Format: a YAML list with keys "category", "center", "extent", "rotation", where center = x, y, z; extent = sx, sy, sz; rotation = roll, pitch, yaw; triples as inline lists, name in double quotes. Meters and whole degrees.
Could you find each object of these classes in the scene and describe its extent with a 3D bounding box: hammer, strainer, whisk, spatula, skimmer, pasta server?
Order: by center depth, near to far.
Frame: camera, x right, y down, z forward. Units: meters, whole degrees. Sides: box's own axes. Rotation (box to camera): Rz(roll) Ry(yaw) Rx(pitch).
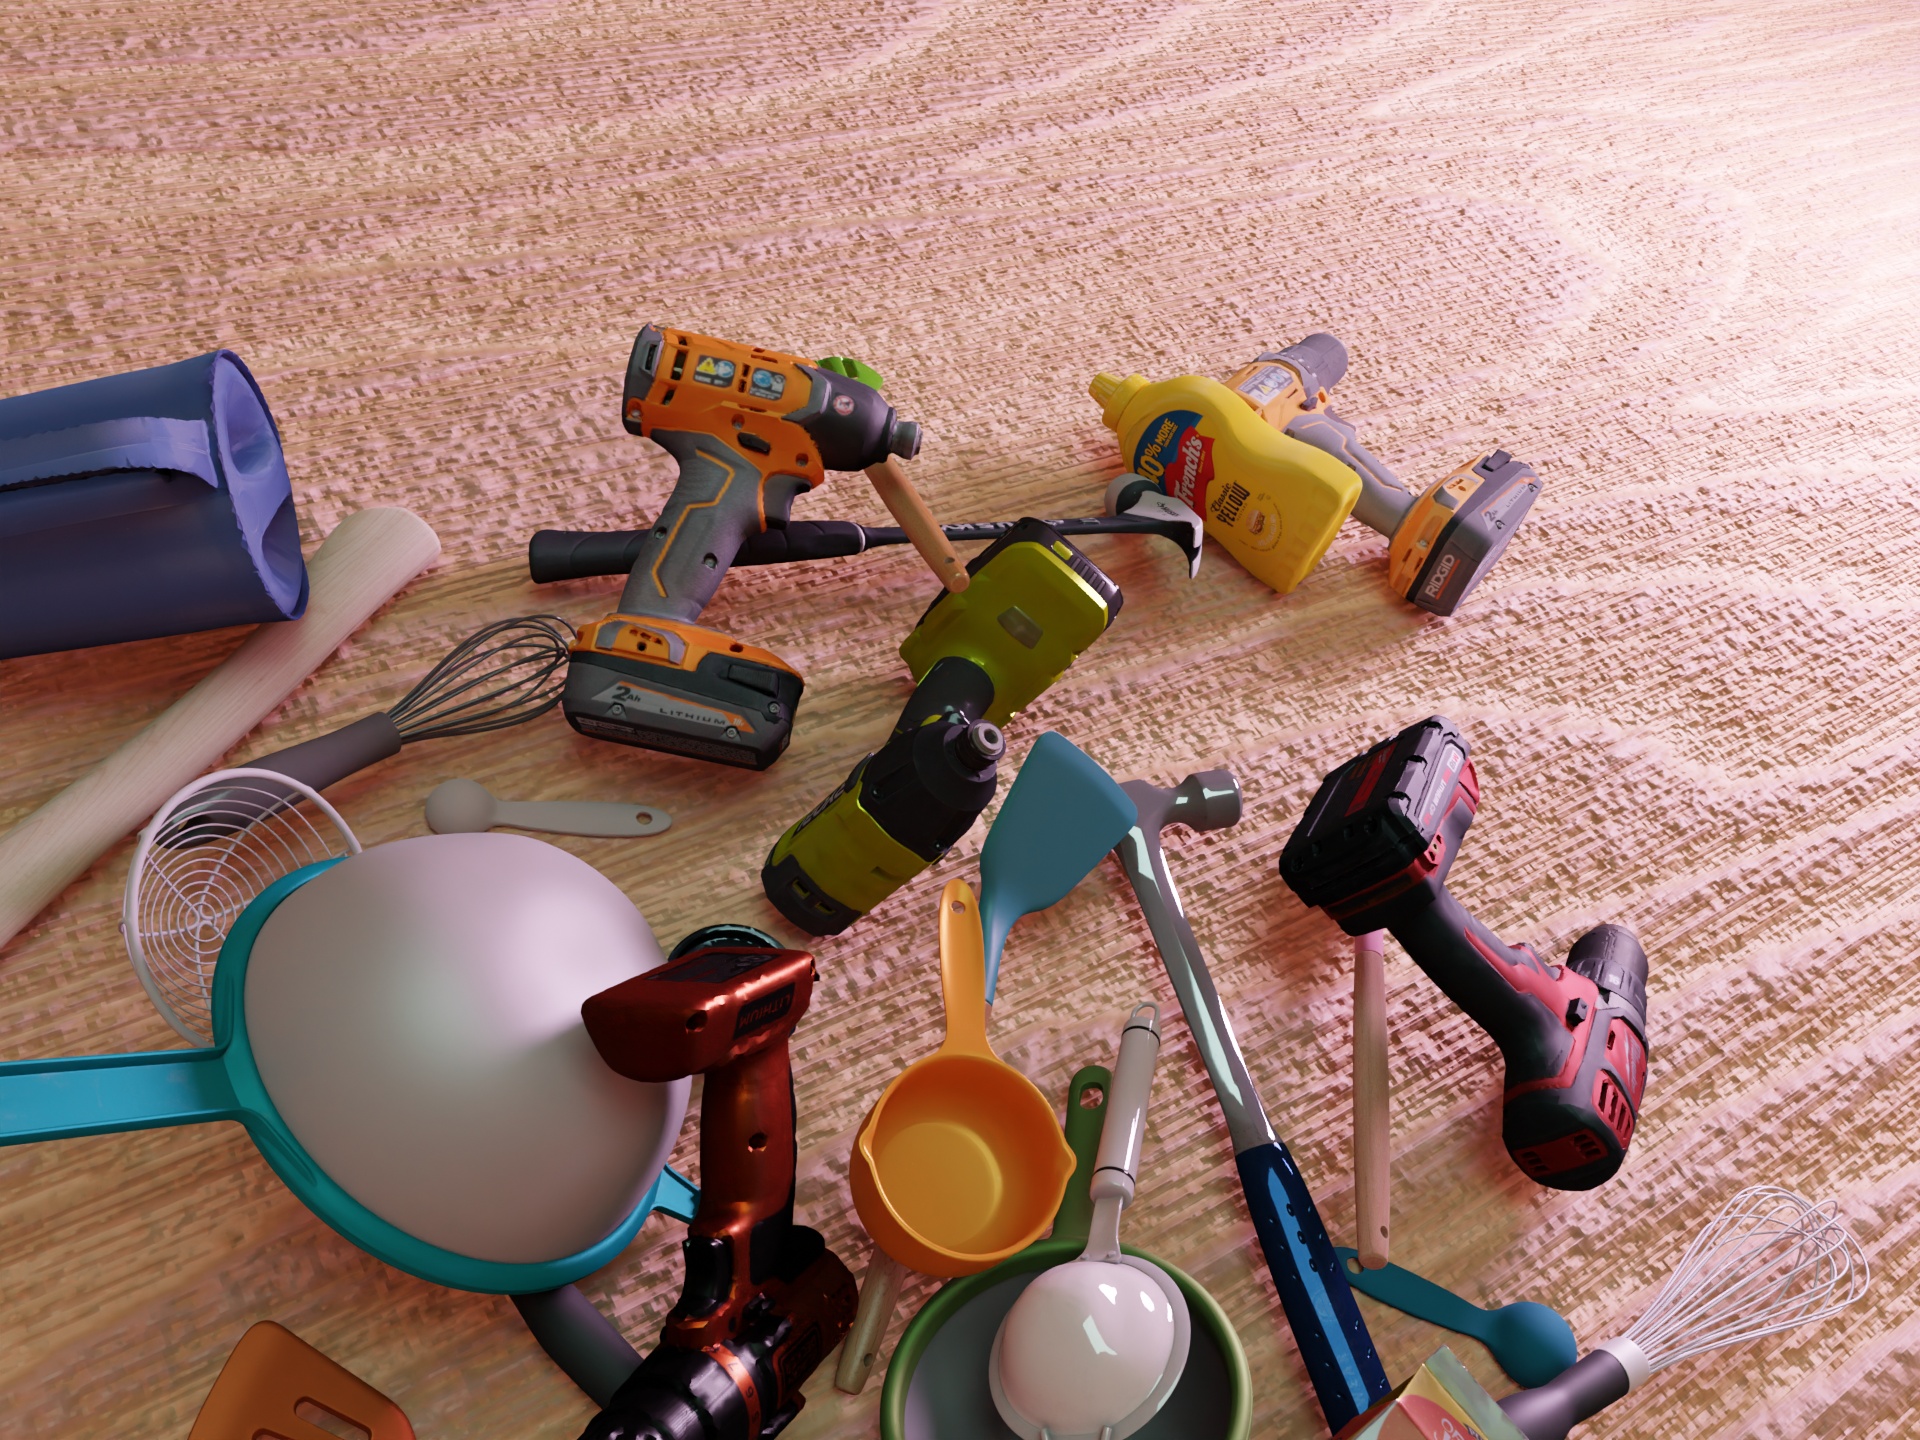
- category: "strainer"
  center: [-0.216, 0.110, 0.598]
  extent: [0.211, 0.095, 0.340]
  rotation: [56, 21, 23]
- category: "spatula"
  center: [-0.132, 0.315, 0.611]
  extent: [0.322, 0.041, 0.081]
  rotation: [17, 49, -5]
- category: "skimmer"
  center: [-0.214, 0.170, 0.669]
  extent: [0.363, 0.090, 0.127]
  rotation: [41, 23, 14]
- category: "strainer"
  center: [0.062, 0.208, 0.686]
  extent: [0.087, 0.050, 0.259]
  rotation: [-14, 27, 23]
- category: "strainer"
  center: [0.053, 0.266, 0.699]
  extent: [0.151, 0.069, 0.257]
  rotation: [-4, 33, 12]
- category: "spatula"
  center: [0.007, 0.155, 0.749]
  extent: [0.082, 0.044, 0.318]
  rotation: [42, 54, -33]
- category: "whisk"
  center: [0.332, 0.292, 0.750]
  extent: [0.284, 0.070, 0.070]
  rotation: [-15, 58, -30]
- category: "hammer"
  center: [-0.384, 0.029, 0.765]
  extent: [0.146, 0.038, 0.411]
  rotation: [29, 50, 5]
- category: "hammer"
  center: [0.137, 0.203, 0.783]
  extent: [0.144, 0.035, 0.406]
  rotation: [-9, 57, -16]
- category: "whisk"
  center: [-0.286, 0.004, 0.791]
  extent: [0.055, 0.055, 0.239]
  rotation: [42, 45, 17]
- category: "pasta server"
  center: [0.220, 0.142, 0.834]
  extent: [0.060, 0.040, 0.316]
  rotation: [36, 38, -16]
- category: "hammer"
  center: [-0.048, -0.108, 0.952]
  extent: [0.409, 0.036, 0.149]
  rotation: [-5, 21, -15]

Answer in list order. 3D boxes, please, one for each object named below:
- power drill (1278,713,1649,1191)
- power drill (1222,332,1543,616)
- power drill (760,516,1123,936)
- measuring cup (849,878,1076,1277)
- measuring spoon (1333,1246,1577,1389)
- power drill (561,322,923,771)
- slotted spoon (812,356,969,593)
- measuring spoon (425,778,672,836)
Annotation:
- category: "power drill"
  center: [0.286, 0.110, 0.845]
  extent: [0.226, 0.080, 0.188]
  rotation: [51, 40, -4]
- category: "power drill"
  center: [0.289, -0.188, 1.124]
  extent: [0.226, 0.084, 0.185]
  rotation: [35, 49, 17]
- category: "power drill"
  center: [-0.001, -0.003, 0.824]
  extent: [0.080, 0.171, 0.223]
  rotation: [41, 45, -9]
- category: "measuring cup"
  center: [-0.005, 0.157, 0.703]
  extent: [0.095, 0.052, 0.174]
  rotation: [9, 54, -16]
- category: "measuring spoon"
  center: [0.238, 0.281, 0.765]
  extent: [0.128, 0.021, 0.042]
  rotation: [23, 50, 3]
- category: "power drill"
  center: [-0.116, -0.093, 0.857]
  extent: [0.164, 0.084, 0.226]
  rotation: [11, 77, -4]
- category: "slotted spoon"
  center: [-0.049, -0.156, 0.950]
  extent: [0.070, 0.031, 0.314]
  rotation: [-17, 37, -10]
- category: "measuring spoon"
  center: [-0.210, 0.045, 0.817]
  extent: [0.124, 0.018, 0.034]
  rotation: [4, 51, -15]
